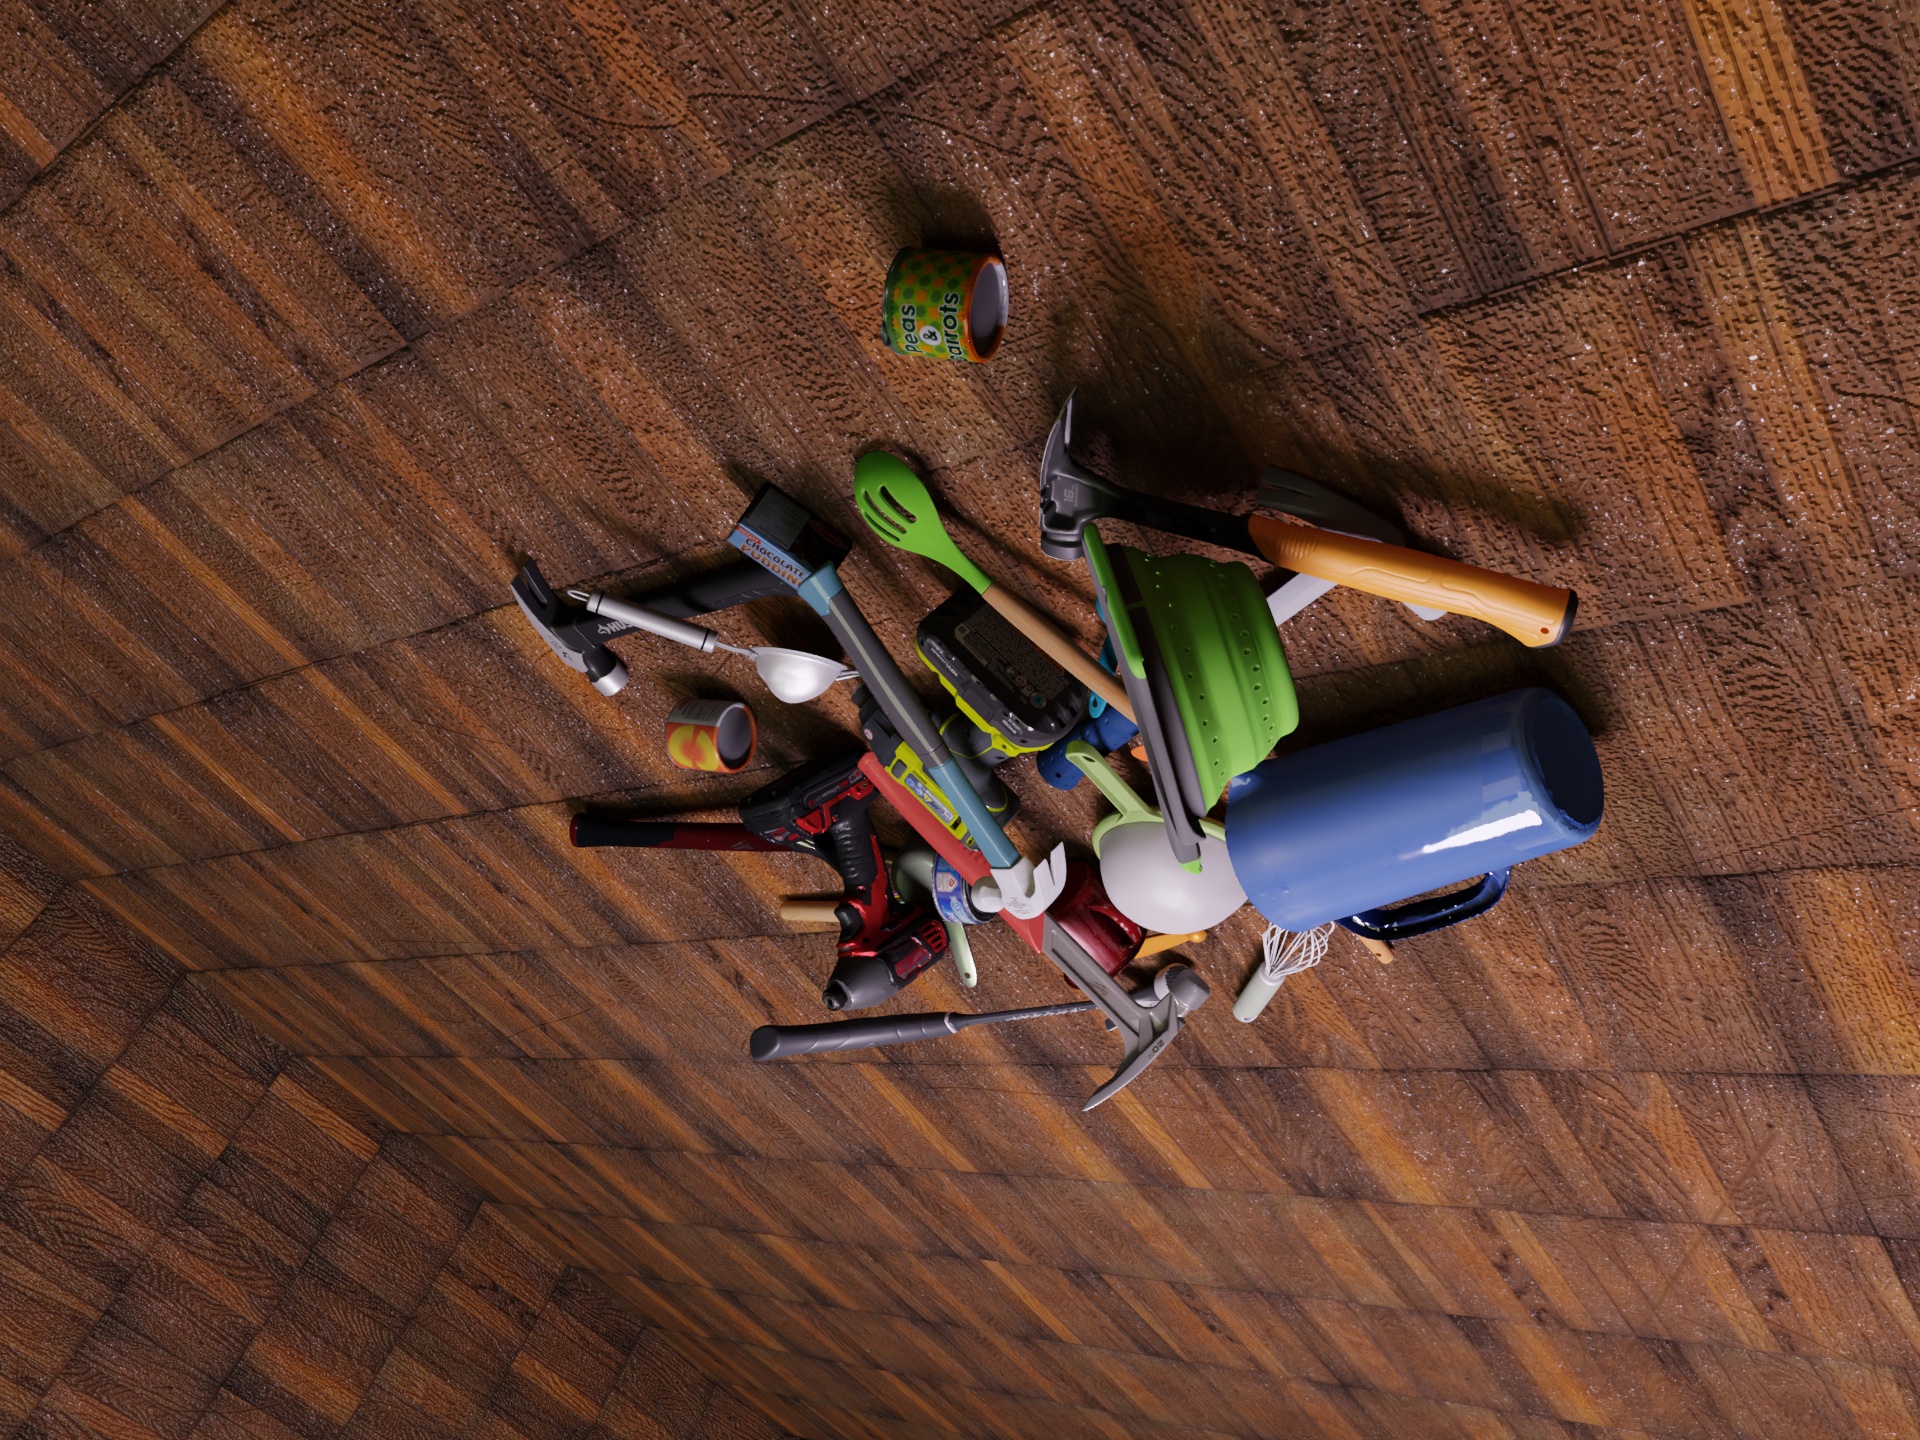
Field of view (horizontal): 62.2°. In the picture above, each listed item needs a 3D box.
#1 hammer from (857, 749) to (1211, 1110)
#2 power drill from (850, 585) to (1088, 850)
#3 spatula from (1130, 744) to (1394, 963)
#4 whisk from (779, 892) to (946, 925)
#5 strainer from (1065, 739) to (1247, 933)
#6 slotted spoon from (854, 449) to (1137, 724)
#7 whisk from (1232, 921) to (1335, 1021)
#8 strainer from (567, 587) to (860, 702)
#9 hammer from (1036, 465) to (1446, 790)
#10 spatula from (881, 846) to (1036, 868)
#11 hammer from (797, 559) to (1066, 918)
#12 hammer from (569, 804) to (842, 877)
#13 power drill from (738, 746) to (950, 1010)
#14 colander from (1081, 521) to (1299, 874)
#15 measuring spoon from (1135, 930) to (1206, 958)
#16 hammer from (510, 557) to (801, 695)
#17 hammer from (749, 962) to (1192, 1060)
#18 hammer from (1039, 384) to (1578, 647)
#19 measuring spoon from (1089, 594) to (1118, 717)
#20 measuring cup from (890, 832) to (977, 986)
[{"bbox_3d":[0.038,0.161,1.375,0.359,0.149,0.036,44,-171,11],"label":"hammer"},{"bbox_3d":[-0.002,-0.004,1.272,0.171,0.080,0.223,44,147,6],"label":"power drill"},{"bbox_3d":[0.261,0.104,1.277,0.081,0.041,0.322,-18,126,42],"label":"spatula"},{"bbox_3d":[-0.096,0.201,1.628,0.245,0.051,0.047,-4,139,41],"label":"whisk"},{"bbox_3d":[0.149,0.109,1.297,0.151,0.069,0.256,-5,144,36],"label":"strainer"},{"bbox_3d":[0.041,-0.081,1.156,0.314,0.031,0.070,40,141,-2],"label":"slotted spoon"},{"bbox_3d":[0.275,0.217,1.395,0.058,0.059,0.246,-9,153,-9],"label":"whisk"},{"bbox_3d":[-0.201,-0.061,1.317,0.258,0.050,0.087,20,166,-10],"label":"strainer"},{"bbox_3d":[0.168,-0.043,1.159,0.144,0.035,0.405,35,144,-11],"label":"hammer"},{"bbox_3d":[-0.039,0.138,1.532,0.316,0.018,0.059,11,131,21],"label":"spatula"},{"bbox_3d":[-0.025,0.020,1.224,0.128,0.033,0.330,-6,122,56],"label":"hammer"},{"bbox_3d":[-0.262,0.126,1.622,0.386,0.038,0.143,-2,143,42],"label":"hammer"},{"bbox_3d":[-0.104,0.148,1.428,0.078,0.143,0.219,-16,101,45],"label":"power drill"},{"bbox_3d":[0.166,0.004,1.047,0.094,0.205,0.396,-18,150,5],"label":"colander"},{"bbox_3d":[0.185,0.210,1.482,0.021,0.011,0.117,41,142,-18],"label":"measuring spoon"},{"bbox_3d":[-0.249,-0.103,1.356,0.335,0.035,0.146,-11,131,41],"label":"hammer"},{"bbox_3d":[0.008,0.277,1.475,0.408,0.036,0.149,-3,159,-20],"label":"hammer"},{"bbox_3d":[0.210,-0.113,0.985,0.337,0.034,0.127,17,144,14],"label":"hammer"},{"bbox_3d":[0.103,-0.050,1.167,0.042,0.021,0.128,53,145,40],"label":"measuring spoon"},{"bbox_3d":[-0.017,0.188,1.510,0.083,0.038,0.167,-7,109,29],"label":"measuring cup"}]
